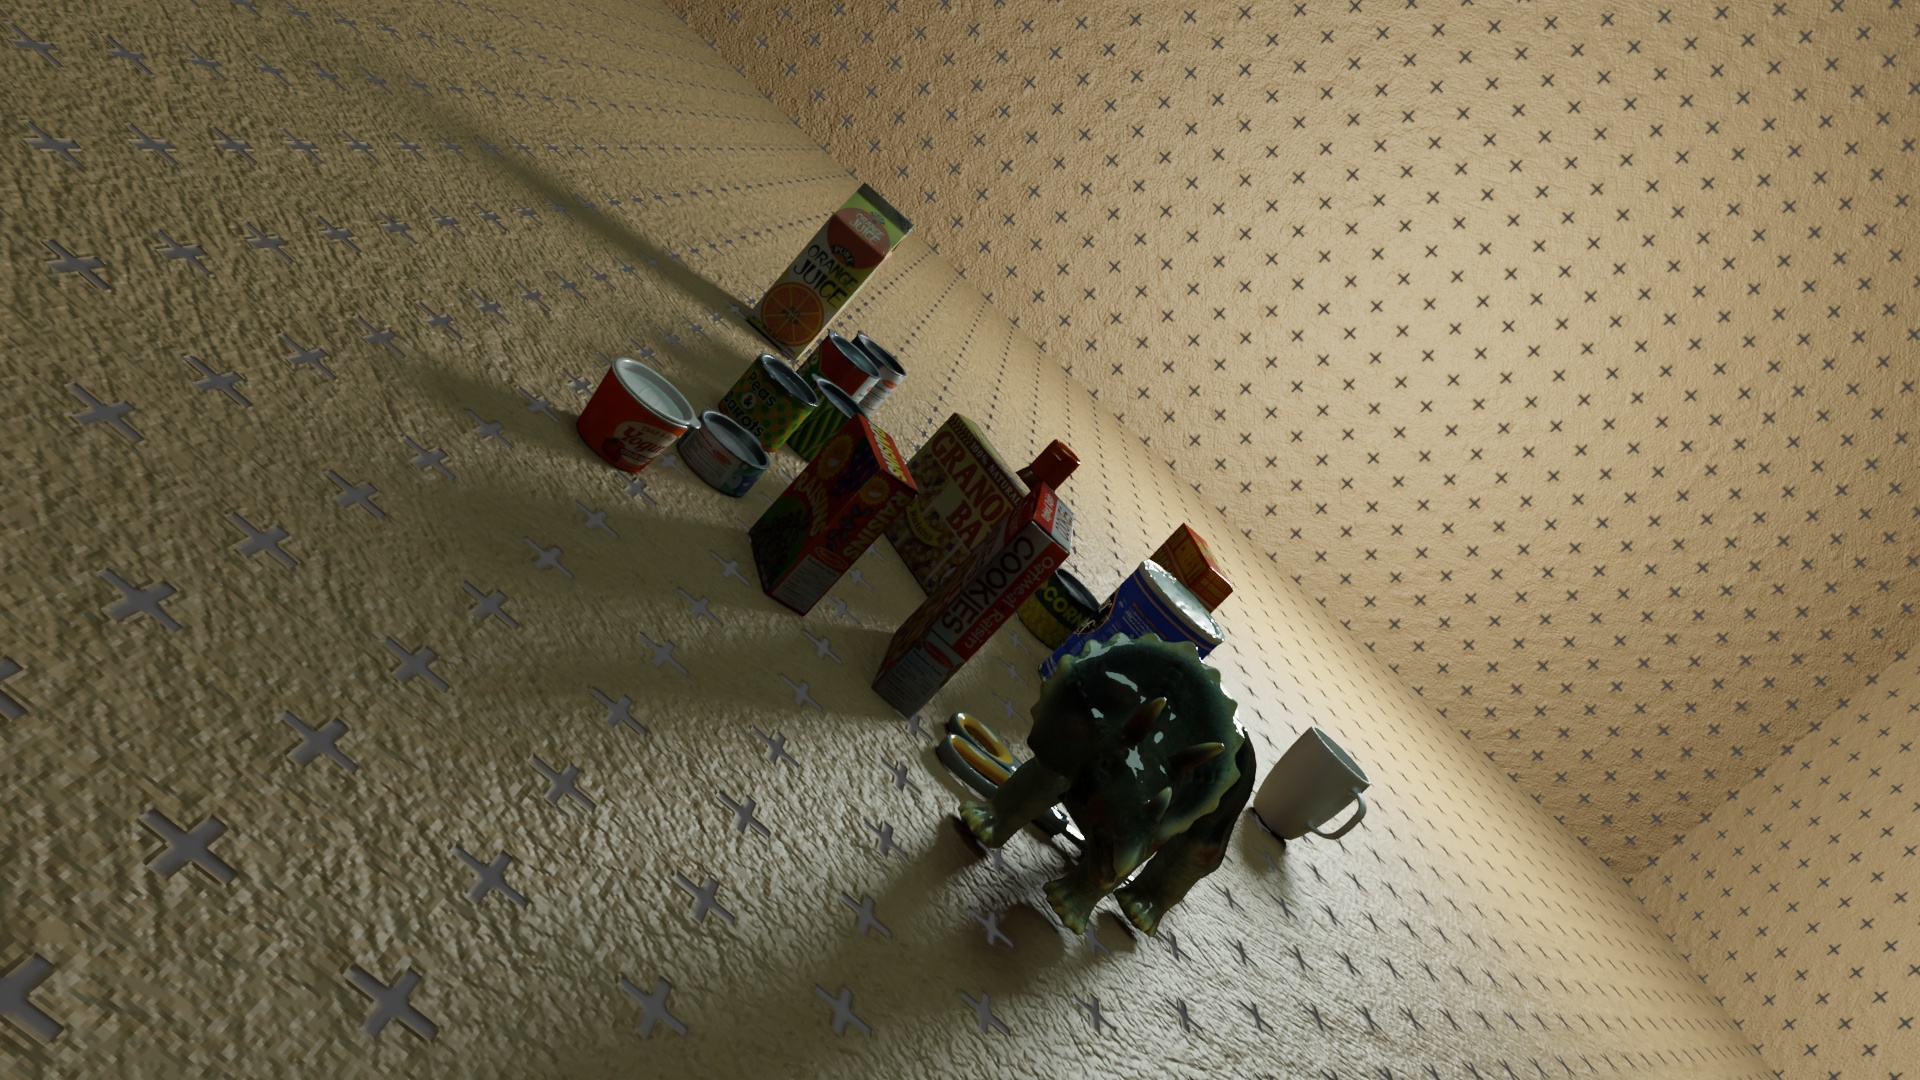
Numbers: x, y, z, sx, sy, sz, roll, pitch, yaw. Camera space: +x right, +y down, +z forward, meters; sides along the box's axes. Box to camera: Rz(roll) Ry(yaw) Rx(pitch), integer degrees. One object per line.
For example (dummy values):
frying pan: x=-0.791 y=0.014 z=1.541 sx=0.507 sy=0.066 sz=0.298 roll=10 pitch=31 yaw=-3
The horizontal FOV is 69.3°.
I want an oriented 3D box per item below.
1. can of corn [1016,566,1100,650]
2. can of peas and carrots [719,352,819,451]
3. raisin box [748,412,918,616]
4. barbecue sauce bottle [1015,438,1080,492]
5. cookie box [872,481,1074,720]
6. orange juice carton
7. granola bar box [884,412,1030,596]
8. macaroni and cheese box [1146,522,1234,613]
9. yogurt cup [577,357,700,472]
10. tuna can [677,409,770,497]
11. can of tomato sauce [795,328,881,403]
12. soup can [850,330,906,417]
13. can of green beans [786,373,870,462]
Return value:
can of corn: x=0.097 y=0.068 z=1.374 sx=0.071 sy=0.058 sz=0.071 roll=40 pitch=14 yaw=-12
can of peas and carrots: x=-0.166 y=-0.119 z=1.198 sx=0.071 sy=0.058 sz=0.071 roll=40 pitch=14 yaw=-12
raisin box: x=-0.091 y=-0.019 z=0.982 sx=0.040 sy=0.123 sz=0.086 roll=35 pitch=16 yaw=-32
barbecue sauce bottle: x=0.057 y=-0.036 z=1.383 sx=0.065 sy=0.148 sz=0.044 roll=48 pitch=14 yaw=16
cookie box: x=0.011 y=0.039 z=1.003 sx=0.040 sy=0.167 sz=0.123 roll=42 pitch=14 yaw=-6
orange juice carton: x=-0.139 y=-0.291 z=1.497 sx=0.072 sy=0.192 sz=0.073 roll=42 pitch=14 yaw=-8
granola bar box: x=0.004 y=-0.015 z=1.230 sx=0.039 sy=0.124 sz=0.166 roll=26 pitch=22 yaw=-51
macaroni and cheese box: x=0.193 y=0.073 z=1.403 sx=0.040 sy=0.166 sz=0.124 roll=39 pitch=14 yaw=-17
yogurt cup: x=-0.224 y=-0.084 z=0.950 sx=0.072 sy=0.054 sz=0.072 roll=40 pitch=14 yaw=-12
tuna can: x=-0.180 y=-0.067 z=1.063 sx=0.071 sy=0.032 sz=0.071 roll=40 pitch=14 yaw=-12
can of tomato sauce: x=-0.129 y=-0.150 z=1.341 sx=0.071 sy=0.083 sz=0.071 roll=40 pitch=14 yaw=-12
soup can: x=-0.109 y=-0.163 z=1.432 sx=0.071 sy=0.083 sz=0.071 roll=40 pitch=14 yaw=-12
can of green beans: x=-0.126 y=-0.107 z=1.277 sx=0.071 sy=0.057 sz=0.071 roll=40 pitch=14 yaw=-12
